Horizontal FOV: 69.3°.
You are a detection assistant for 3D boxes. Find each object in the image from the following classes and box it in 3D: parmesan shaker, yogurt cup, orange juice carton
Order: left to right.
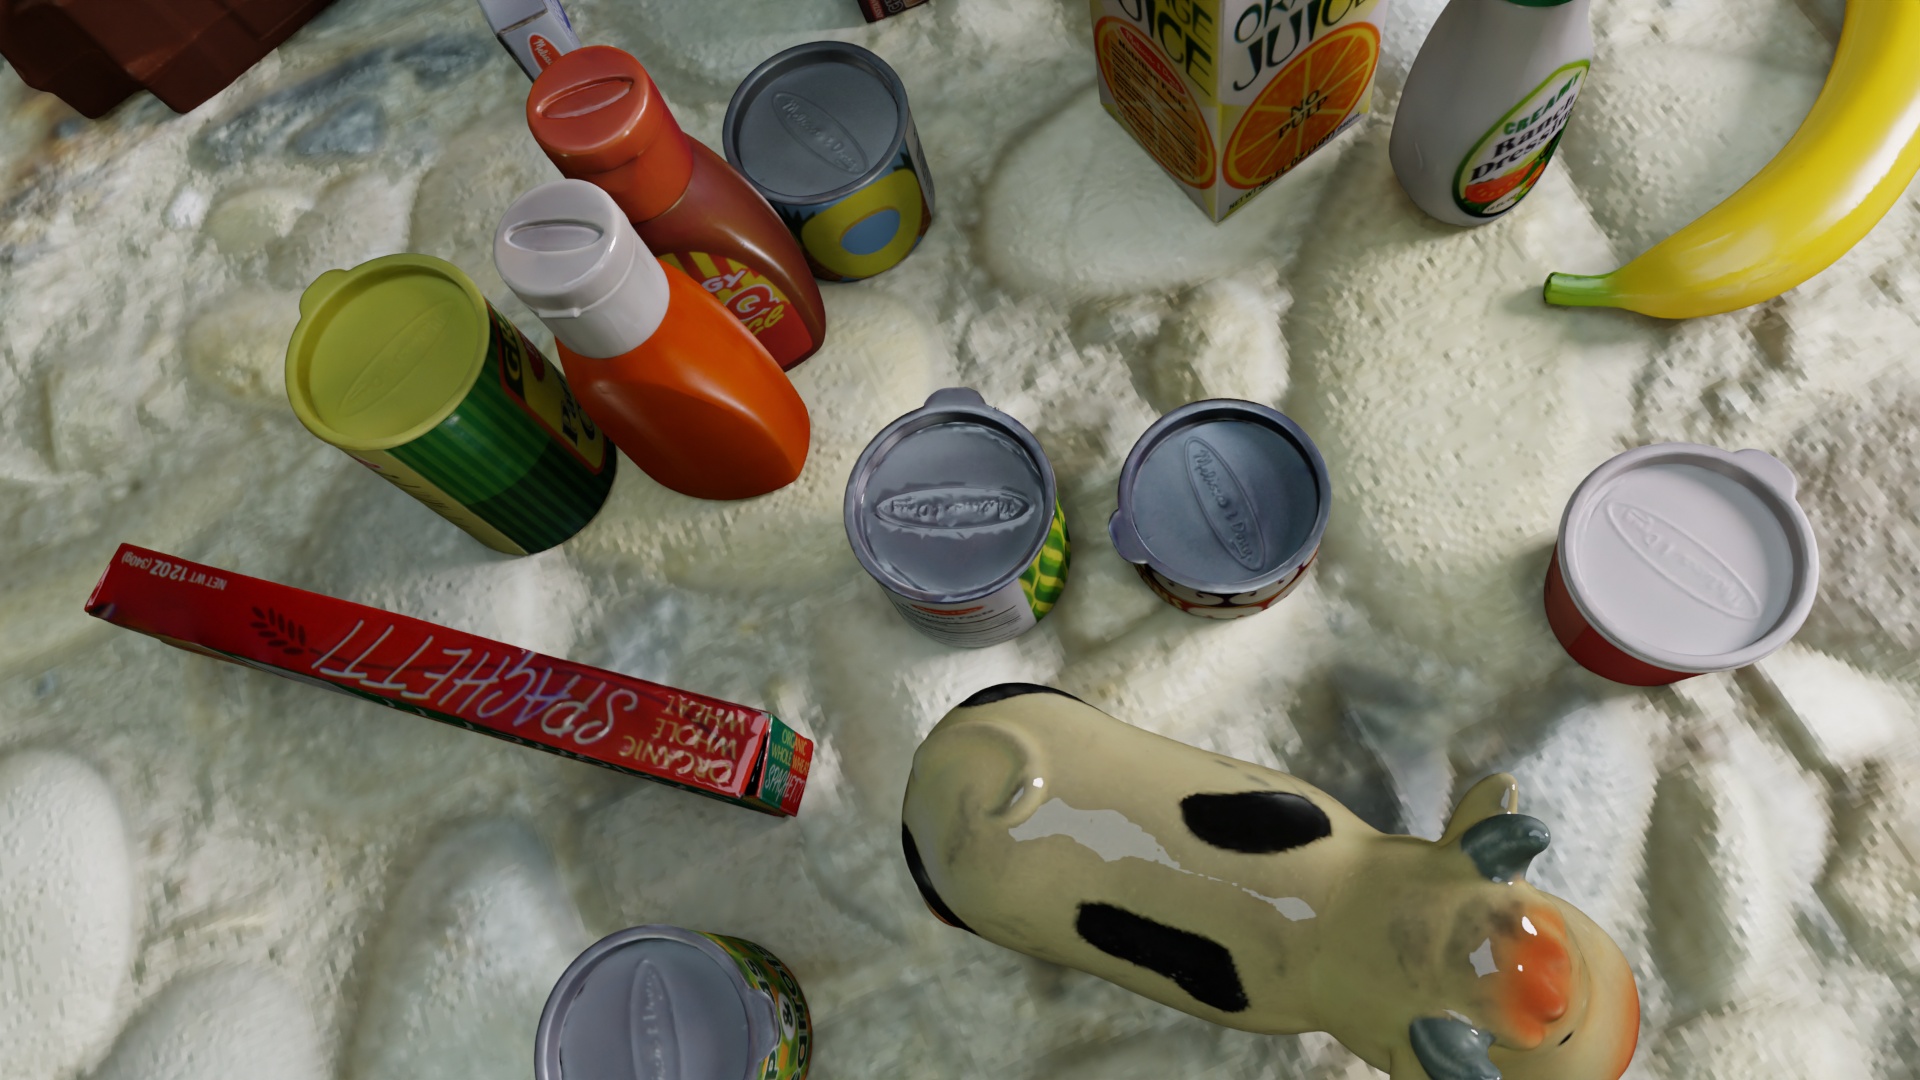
[{"bbox_3d":[-0.167,-0.044,0.468,0.071,0.103,0.071,-3,71,9],"label":"parmesan shaker"},{"bbox_3d":[0.085,-0.190,0.428,0.072,0.192,0.073,-37,70,-4],"label":"orange juice carton"},{"bbox_3d":[0.208,0.011,0.412,0.072,0.053,0.072,-3,71,9],"label":"yogurt cup"}]

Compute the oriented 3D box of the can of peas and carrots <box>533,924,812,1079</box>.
[{"bbox_3d":[-0.080,0.148,0.410,0.071,0.058,0.071,-3,71,9],"label":"can of peas and carrots"}]

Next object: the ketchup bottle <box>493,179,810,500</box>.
[{"bbox_3d":[-0.095,-0.057,0.436,0.065,0.148,0.043,1,72,10],"label":"ketchup bottle"}]

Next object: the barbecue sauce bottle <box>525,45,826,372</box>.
[{"bbox_3d":[-0.091,-0.099,0.450,0.065,0.148,0.044,-16,70,4],"label":"barbecue sauce bottle"}]

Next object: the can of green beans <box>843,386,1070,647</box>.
[{"bbox_3d":[0.001,-0.003,0.450,0.071,0.057,0.071,-3,71,9],"label":"can of green beans"}]

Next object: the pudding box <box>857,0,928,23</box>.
[{"bbox_3d":[-0.042,-0.254,0.549,0.030,0.049,0.084,-23,69,2],"label":"pudding box"}]

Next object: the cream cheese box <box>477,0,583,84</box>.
[{"bbox_3d":[-0.182,-0.226,0.560,0.024,0.053,0.104,-28,69,0],"label":"cream cheese box"}]

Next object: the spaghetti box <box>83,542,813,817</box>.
[{"bbox_3d":[-0.171,0.047,0.466,0.250,0.050,0.029,13,74,13],"label":"spaghetti box"}]

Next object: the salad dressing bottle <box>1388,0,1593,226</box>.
[{"bbox_3d":[0.168,-0.153,0.426,0.064,0.147,0.044,-34,69,-3],"label":"salad dressing bottle"}]

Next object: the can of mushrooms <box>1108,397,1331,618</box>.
[{"bbox_3d":[0.083,-0.009,0.451,0.071,0.033,0.071,-3,71,9],"label":"can of mushrooms"}]

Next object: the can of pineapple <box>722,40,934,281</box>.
[{"bbox_3d":[-0.048,-0.135,0.504,0.071,0.057,0.071,-3,71,9],"label":"can of pineapple"}]
